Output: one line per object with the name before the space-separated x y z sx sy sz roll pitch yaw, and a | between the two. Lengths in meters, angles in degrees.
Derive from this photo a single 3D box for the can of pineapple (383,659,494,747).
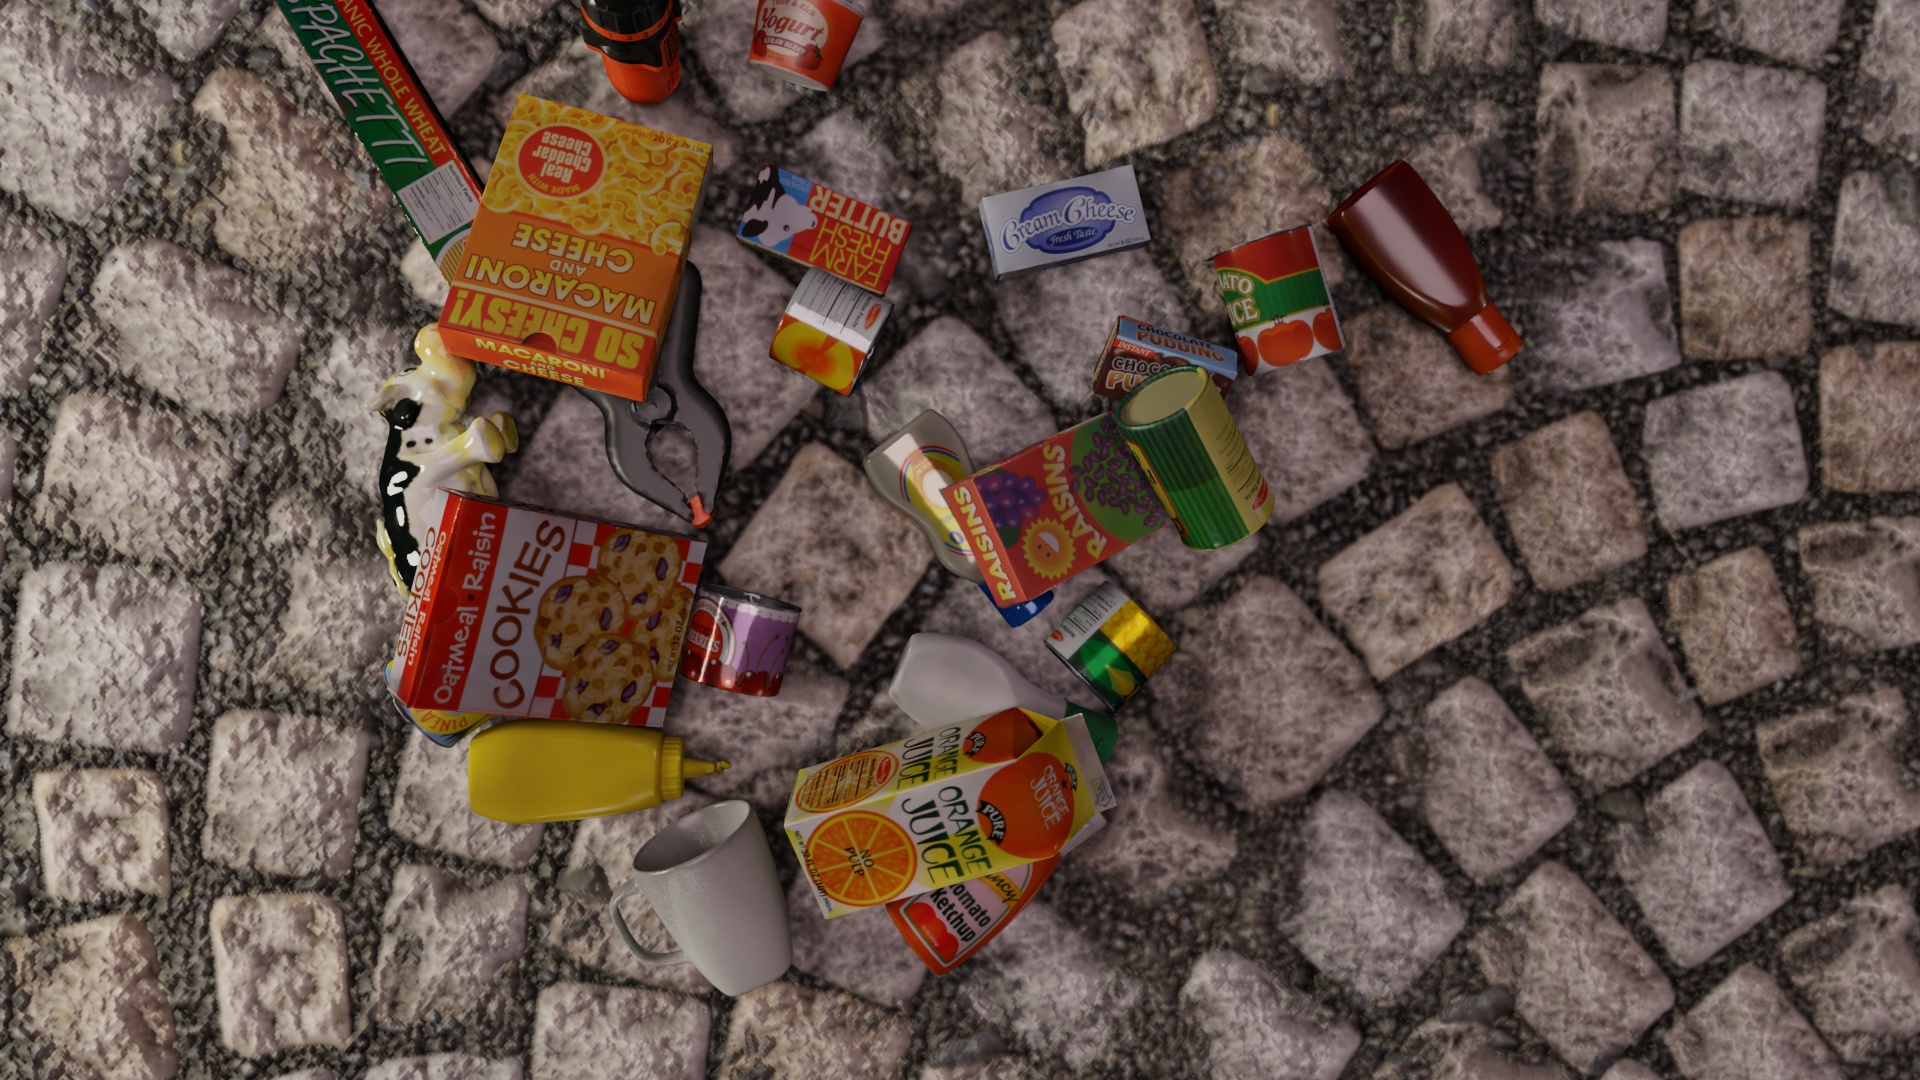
can of pineapple | -0.313 0.087 0.865 0.058 0.071 0.071 -37 94 -3

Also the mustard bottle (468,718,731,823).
mustard bottle | -0.227 0.146 0.884 0.160 0.049 0.065 1 92 -5

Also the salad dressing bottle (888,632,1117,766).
salad dressing bottle | 0.029 0.108 0.907 0.148 0.044 0.064 23 94 -6

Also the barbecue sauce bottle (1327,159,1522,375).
barbecue sauce bottle | 0.314 -0.177 0.925 0.065 0.043 0.148 -41 94 -2

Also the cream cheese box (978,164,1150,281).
cream cheese box | 0.068 -0.209 0.913 0.104 0.024 0.053 -14 91 -4

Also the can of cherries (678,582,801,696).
can of cherries | -0.142 0.063 0.878 0.071 0.071 0.058 15 91 -5

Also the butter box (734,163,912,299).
butter box | -0.088 -0.200 0.901 0.103 0.024 0.053 21 90 -4

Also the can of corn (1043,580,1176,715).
can of corn | 0.099 0.070 0.901 0.058 0.071 0.071 -45 94 -2

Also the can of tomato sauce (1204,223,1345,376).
can of tomato sauce | 0.205 -0.155 0.905 0.071 0.071 0.083 -18 93 -4

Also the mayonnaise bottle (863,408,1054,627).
mayonnaise bottle | 0.003 -0.011 0.903 0.065 0.041 0.148 -38 94 -5

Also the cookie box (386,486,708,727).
cookie box | -0.244 0.044 0.837 0.167 0.040 0.123 13 91 -44

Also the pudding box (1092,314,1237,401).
pudding box | 0.134 -0.110 0.906 0.084 0.030 0.049 17 129 -5

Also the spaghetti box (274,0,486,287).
spaghetti box | -0.347 -0.252 0.876 0.050 0.028 0.250 -31 93 -3

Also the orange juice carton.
orange juice carton | -0.005 0.163 0.864 0.192 0.073 0.071 -17 108 8

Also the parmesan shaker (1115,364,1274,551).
parmesan shaker | 0.150 -0.054 0.886 0.071 0.071 0.102 -35 117 -3

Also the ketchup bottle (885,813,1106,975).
ketchup bottle | 0.026 0.215 0.908 0.149 0.043 0.064 -37 93 -4

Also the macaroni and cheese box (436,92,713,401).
macaroni and cheese box | -0.232 -0.181 0.851 0.124 0.040 0.167 14 70 -7

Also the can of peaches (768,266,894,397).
can of peaches | -0.083 -0.131 0.883 0.058 0.071 0.071 26 89 -5

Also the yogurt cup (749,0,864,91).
yogurt cup | -0.100 -0.319 0.879 0.072 0.072 0.054 17 98 -5

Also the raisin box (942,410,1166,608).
raisin box | 0.061 -0.021 0.885 0.124 0.040 0.086 -27 95 -31
